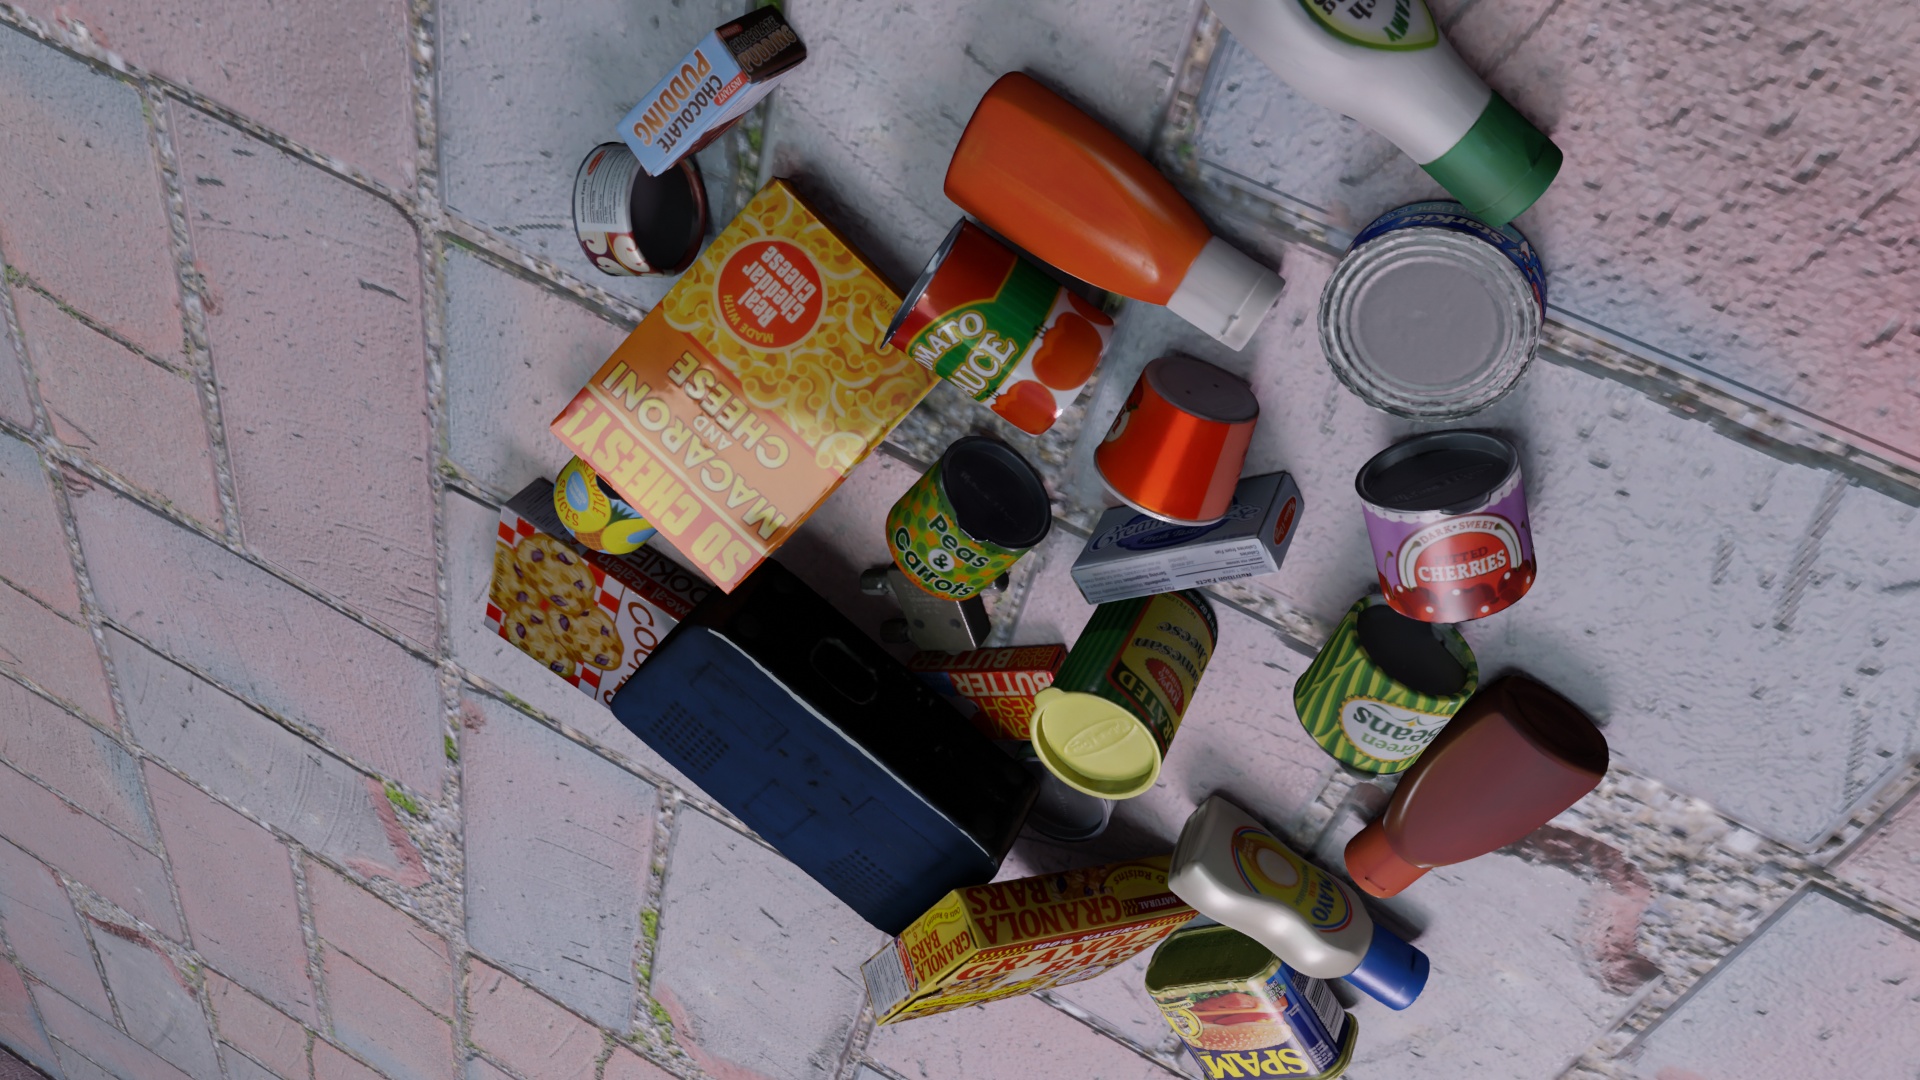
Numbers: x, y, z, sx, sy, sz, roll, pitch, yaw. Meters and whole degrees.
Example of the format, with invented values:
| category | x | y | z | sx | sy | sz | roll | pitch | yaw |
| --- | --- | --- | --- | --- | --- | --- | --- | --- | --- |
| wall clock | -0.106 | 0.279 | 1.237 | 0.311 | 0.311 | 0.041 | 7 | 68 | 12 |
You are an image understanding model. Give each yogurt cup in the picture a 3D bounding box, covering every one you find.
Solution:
| category | x | y | z | sx | sy | sz | roll | pitch | yaw |
| --- | --- | --- | --- | --- | --- | --- | --- | --- | --- |
| yogurt cup | 0.100 | -0.047 | 0.630 | 0.072 | 0.073 | 0.053 | 26 | 124 | 10 |

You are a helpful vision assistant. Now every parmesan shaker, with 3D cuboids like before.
| category | x | y | z | sx | sy | sz | roll | pitch | yaw |
| --- | --- | --- | --- | --- | --- | --- | --- | --- | --- |
| parmesan shaker | 0.083 | 0.068 | 0.697 | 0.071 | 0.103 | 0.071 | 15 | 130 | 19 |

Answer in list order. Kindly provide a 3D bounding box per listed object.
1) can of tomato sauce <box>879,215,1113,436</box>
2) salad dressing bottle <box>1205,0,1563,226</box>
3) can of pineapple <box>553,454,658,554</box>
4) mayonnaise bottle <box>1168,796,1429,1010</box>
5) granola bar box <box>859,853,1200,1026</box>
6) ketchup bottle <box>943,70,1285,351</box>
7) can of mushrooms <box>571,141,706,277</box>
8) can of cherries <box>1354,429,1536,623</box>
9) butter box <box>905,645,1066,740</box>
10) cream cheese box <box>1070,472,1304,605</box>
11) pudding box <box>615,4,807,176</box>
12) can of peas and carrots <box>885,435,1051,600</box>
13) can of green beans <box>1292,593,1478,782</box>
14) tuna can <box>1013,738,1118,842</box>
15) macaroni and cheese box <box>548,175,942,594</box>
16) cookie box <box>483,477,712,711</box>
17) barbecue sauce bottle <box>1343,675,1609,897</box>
| category | x | y | z | sx | sy | sz | roll | pitch | yaw |
| --- | --- | --- | --- | --- | --- | --- | --- | --- | --- |
| can of tomato sauce | 0.017 | -0.094 | 0.628 | 0.083 | 0.071 | 0.071 | 32 | 134 | -11 |
| salad dressing bottle | 0.155 | -0.175 | 0.508 | 0.147 | 0.064 | 0.044 | 37 | 152 | -11 |
| can of pineapple | -0.196 | -0.032 | 0.806 | 0.071 | 0.071 | 0.057 | 47 | 132 | -9 |
| mayonnaise bottle | 0.188 | 0.205 | 0.769 | 0.148 | 0.065 | 0.041 | 33 | 129 | -1 |
| granola bar box | 0.043 | 0.233 | 0.811 | 0.123 | 0.166 | 0.039 | -50 | 51 | 43 |
| ketchup bottle | 0.067 | -0.136 | 0.595 | 0.149 | 0.044 | 0.064 | 34 | 139 | 3 |
| can of mushrooms | -0.157 | -0.163 | 0.691 | 0.033 | 0.071 | 0.070 | 6 | 126 | 25 |
| can of cherries | 0.208 | -0.005 | 0.593 | 0.071 | 0.072 | 0.058 | -3 | 121 | 32 |
| butter box | 0.020 | 0.089 | 0.803 | 0.103 | 0.024 | 0.053 | -6 | 121 | 33 |
| cream cheese box | 0.108 | 0.000 | 0.666 | 0.103 | 0.054 | 0.024 | -12 | 118 | 36 |
| pudding box | -0.116 | -0.207 | 0.643 | 0.083 | 0.050 | 0.030 | -26 | 106 | 40 |
| can of peas and carrots | 0.003 | -0.009 | 0.708 | 0.071 | 0.071 | 0.058 | 43 | 134 | -5 |
| can of green beans | 0.200 | 0.067 | 0.655 | 0.071 | 0.071 | 0.057 | 30 | 132 | 8 |
| tuna can | 0.058 | 0.141 | 0.813 | 0.071 | 0.033 | 0.070 | 15 | 129 | 20 |
| macaroni and cheese box | -0.100 | -0.075 | 0.686 | 0.123 | 0.040 | 0.166 | 44 | 101 | -5 |
| cookie box | -0.226 | 0.052 | 0.907 | 0.167 | 0.040 | 0.122 | 32 | 133 | 7 |
| barbecue sauce bottle | 0.247 | 0.130 | 0.690 | 0.065 | 0.044 | 0.147 | 35 | 134 | 3 |
